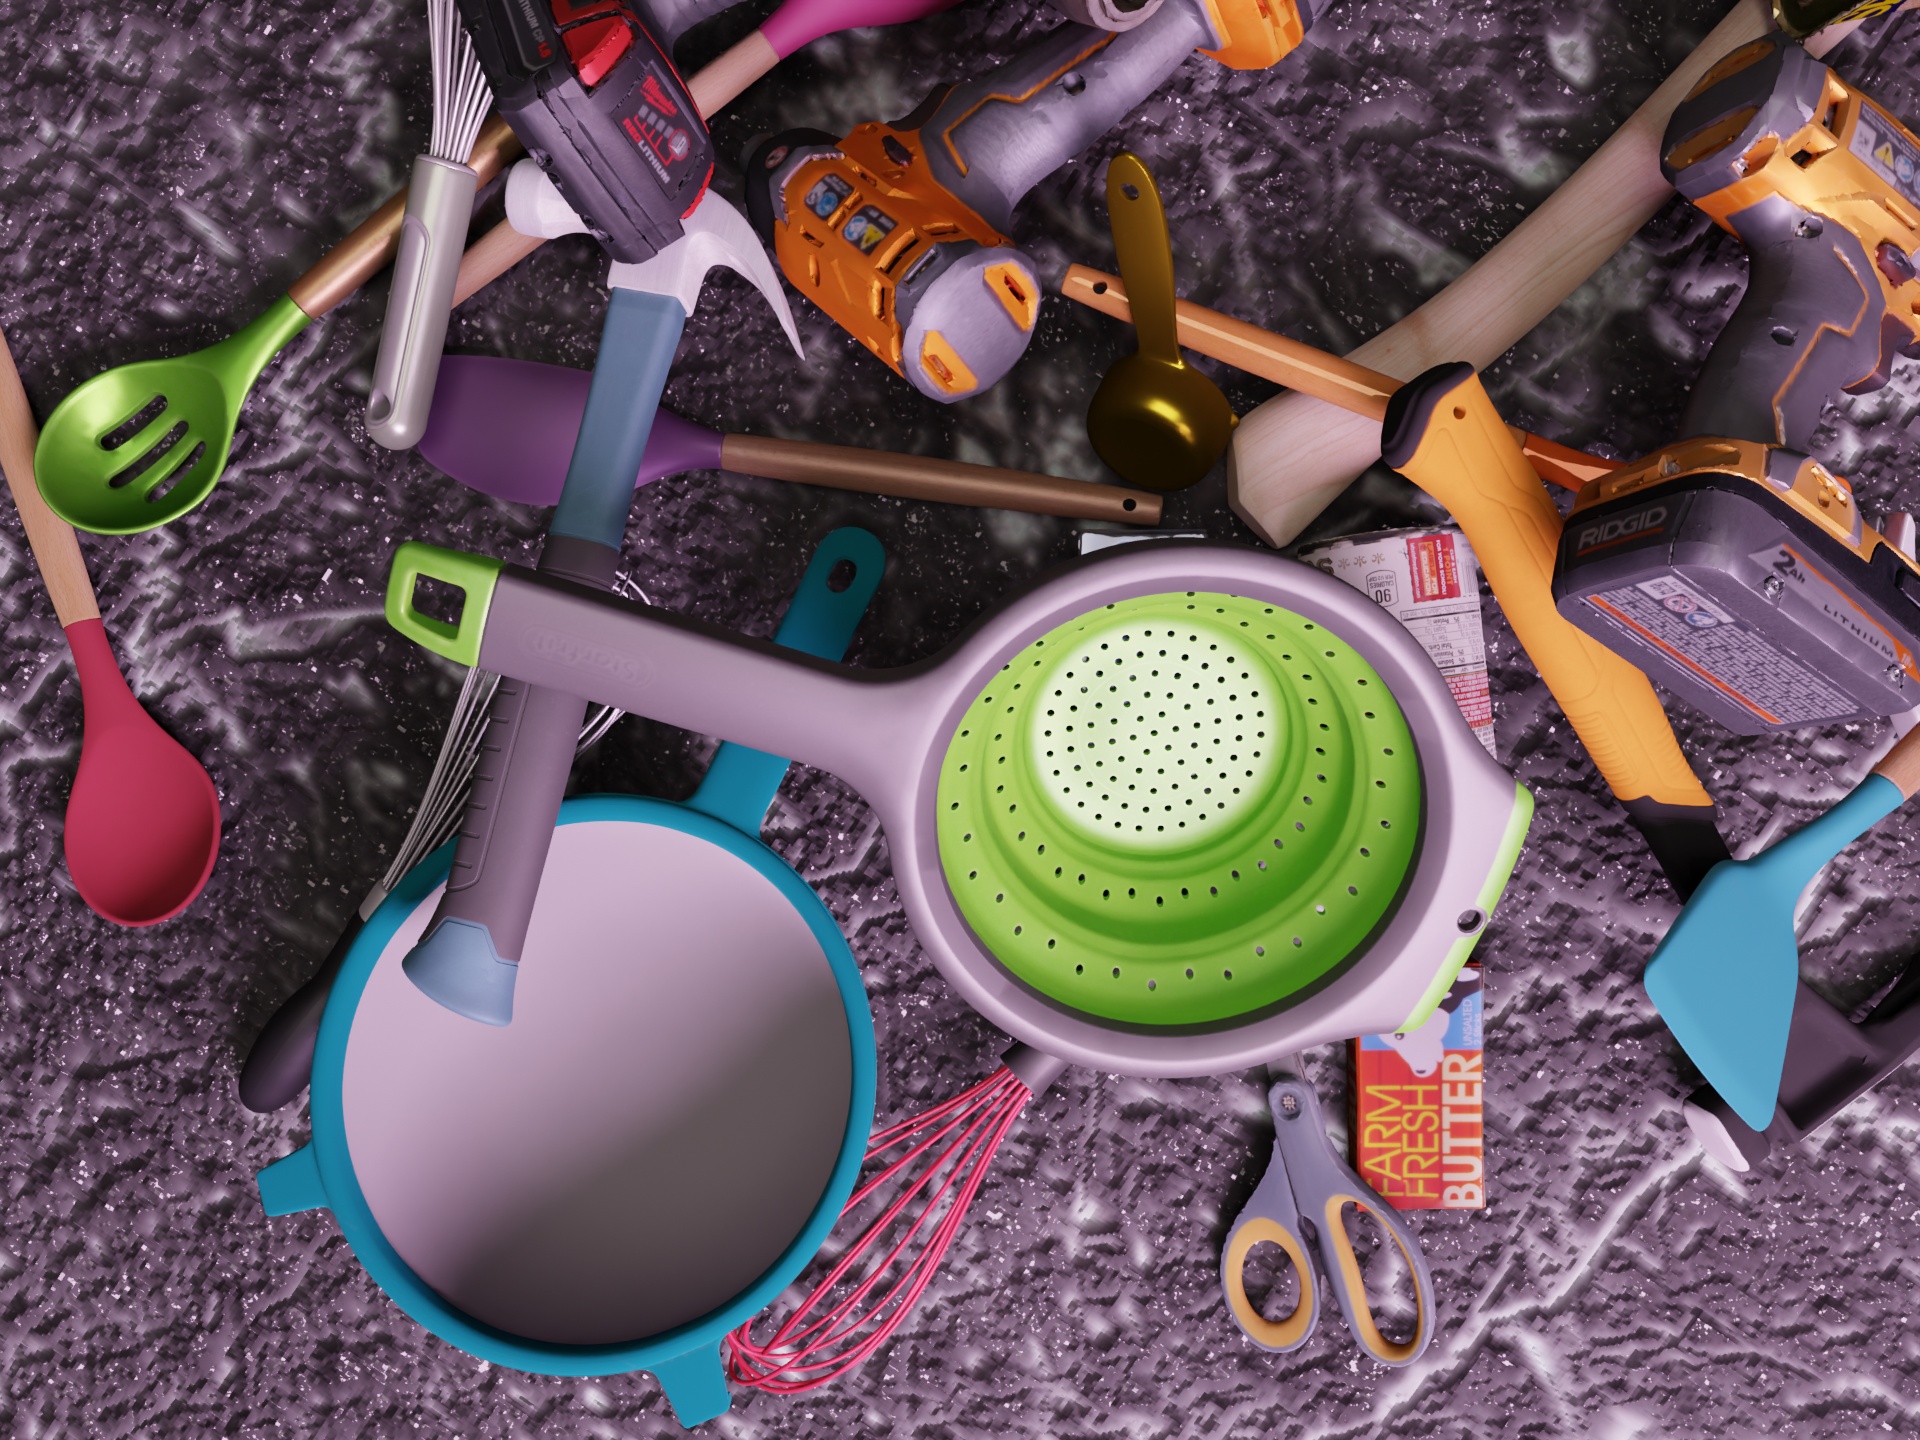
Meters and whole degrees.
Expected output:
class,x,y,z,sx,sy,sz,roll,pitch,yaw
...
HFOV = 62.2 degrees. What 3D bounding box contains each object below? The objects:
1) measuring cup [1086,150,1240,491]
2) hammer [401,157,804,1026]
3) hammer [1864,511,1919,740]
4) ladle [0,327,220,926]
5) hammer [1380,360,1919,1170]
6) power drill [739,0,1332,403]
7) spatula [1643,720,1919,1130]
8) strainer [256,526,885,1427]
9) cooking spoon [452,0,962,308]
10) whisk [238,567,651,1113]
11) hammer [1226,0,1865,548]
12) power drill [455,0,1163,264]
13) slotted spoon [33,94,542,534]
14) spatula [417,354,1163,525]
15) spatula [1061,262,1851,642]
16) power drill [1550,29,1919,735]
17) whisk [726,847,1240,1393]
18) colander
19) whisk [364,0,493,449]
class,x,y,z,sx,sy,sz,roll,pitch,yaw
measuring cup,0.067,-0.141,0.593,0.062,0.156,0.029,18,65,23
hammer,-0.147,-0.053,0.599,0.128,0.033,0.331,11,80,9
hammer,0.554,-0.099,0.627,0.405,0.035,0.144,-28,91,3
ladle,-0.383,-0.065,0.675,0.069,0.031,0.315,-19,89,0
hammer,0.265,0.008,0.605,0.127,0.034,0.336,-35,102,-4
power drill,0.017,-0.247,0.611,0.226,0.084,0.164,-47,55,3
spatula,0.367,0.011,0.584,0.317,0.044,0.082,-42,104,-4
strainer,-0.109,0.083,0.643,0.211,0.095,0.340,24,78,6
cooking spoon,-0.098,-0.260,0.649,0.319,0.017,0.068,-34,125,8
whisk,-0.218,0.052,0.660,0.070,0.070,0.284,37,98,1
hammer,0.276,-0.212,0.636,0.410,0.038,0.146,-43,91,4
power drill,-0.050,-0.256,0.551,0.226,0.080,0.188,-30,57,6
slotted spoon,-0.255,-0.189,0.666,0.314,0.031,0.070,-40,90,1
spatula,-0.074,-0.107,0.664,0.316,0.018,0.060,8,94,3
spatula,0.191,-0.112,0.618,0.322,0.041,0.081,22,95,2
power drill,0.317,-0.109,0.571,0.185,0.084,0.226,29,71,-19
whisk,0.010,0.159,0.650,0.296,0.073,0.073,-45,90,-2
colander,-0.001,-0.002,0.582,0.397,0.095,0.204,17,111,-6
whisk,-0.203,-0.228,0.631,0.058,0.059,0.246,22,102,30
